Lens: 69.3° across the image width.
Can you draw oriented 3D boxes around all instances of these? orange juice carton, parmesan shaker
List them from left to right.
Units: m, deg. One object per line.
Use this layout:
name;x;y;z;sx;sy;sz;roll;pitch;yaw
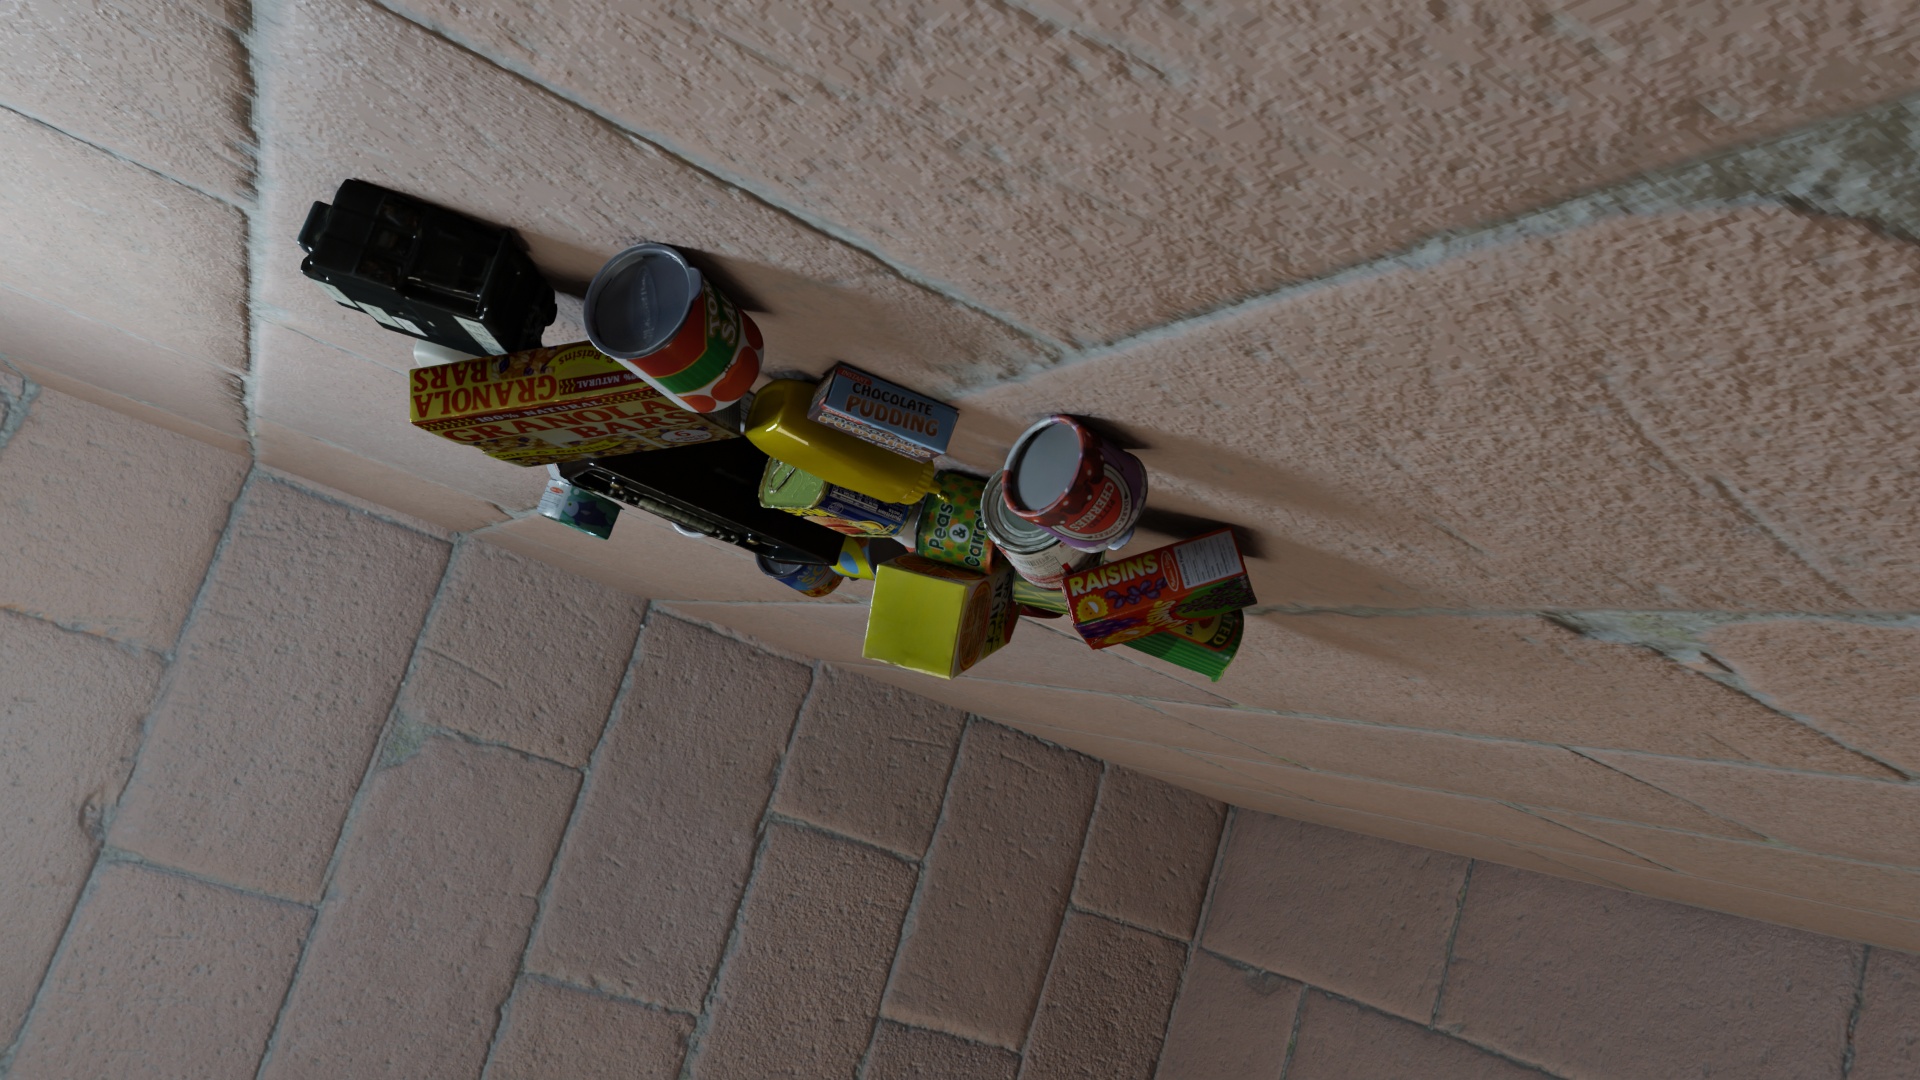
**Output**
orange juice carton;-0.003;0.047;1.080;0.072;0.073;0.193;13;-169;17
parmesan shaker;0.173;0.069;1.151;0.103;0.071;0.071;21;169;-14

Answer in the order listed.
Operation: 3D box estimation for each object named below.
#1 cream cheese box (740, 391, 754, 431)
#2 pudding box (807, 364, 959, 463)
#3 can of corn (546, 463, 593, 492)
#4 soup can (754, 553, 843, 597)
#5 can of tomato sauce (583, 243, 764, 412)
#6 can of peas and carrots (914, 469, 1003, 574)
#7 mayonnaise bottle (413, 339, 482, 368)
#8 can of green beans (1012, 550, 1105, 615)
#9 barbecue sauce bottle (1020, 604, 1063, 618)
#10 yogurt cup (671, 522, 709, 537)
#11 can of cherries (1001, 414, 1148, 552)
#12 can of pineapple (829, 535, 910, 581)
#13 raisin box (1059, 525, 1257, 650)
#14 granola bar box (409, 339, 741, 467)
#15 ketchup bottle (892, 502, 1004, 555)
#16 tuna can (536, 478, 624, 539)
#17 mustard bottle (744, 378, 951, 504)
cream cheese box;-0.187;-0.106;0.968;0.053;0.024;0.103;8;166;34
pudding box;-0.049;-0.079;0.869;0.084;0.030;0.049;21;168;-17
can of corn;-0.333;-0.077;1.249;0.071;0.071;0.058;22;169;-22
soup can;-0.164;0.019;1.455;0.071;0.071;0.083;12;168;26
can of tomato sauce;-0.153;-0.115;0.762;0.071;0.071;0.083;13;169;22
can of peas and carrots;0.004;-0.013;1.017;0.059;0.071;0.071;15;169;9
mayonnaise bottle;-0.334;-0.127;1.058;0.148;0.041;0.064;16;170;4
can of green beans;0.078;0.023;1.087;0.058;0.071;0.071;15;169;13
barbecue sauce bottle;0.038;0.048;1.341;0.065;0.044;0.148;24;168;-31
yogurt cup;-0.237;-0.033;1.321;0.072;0.072;0.054;14;176;19
can of cherries;0.068;-0.032;0.814;0.058;0.071;0.071;28;165;-39
can of pineapple;-0.079;0.004;1.236;0.058;0.071;0.071;7;165;43
raisin box;0.140;0.036;0.970;0.123;0.040;0.086;-17;161;11
granola bar box;-0.240;-0.086;0.880;0.165;0.039;0.124;-7;169;15
ketchup bottle;-0.015;0.001;1.186;0.064;0.043;0.148;6;164;37
tuna can;-0.328;-0.026;1.201;0.071;0.033;0.071;20;173;3
mustard bottle;-0.068;-0.060;0.946;0.160;0.049;0.065;25;162;-36
